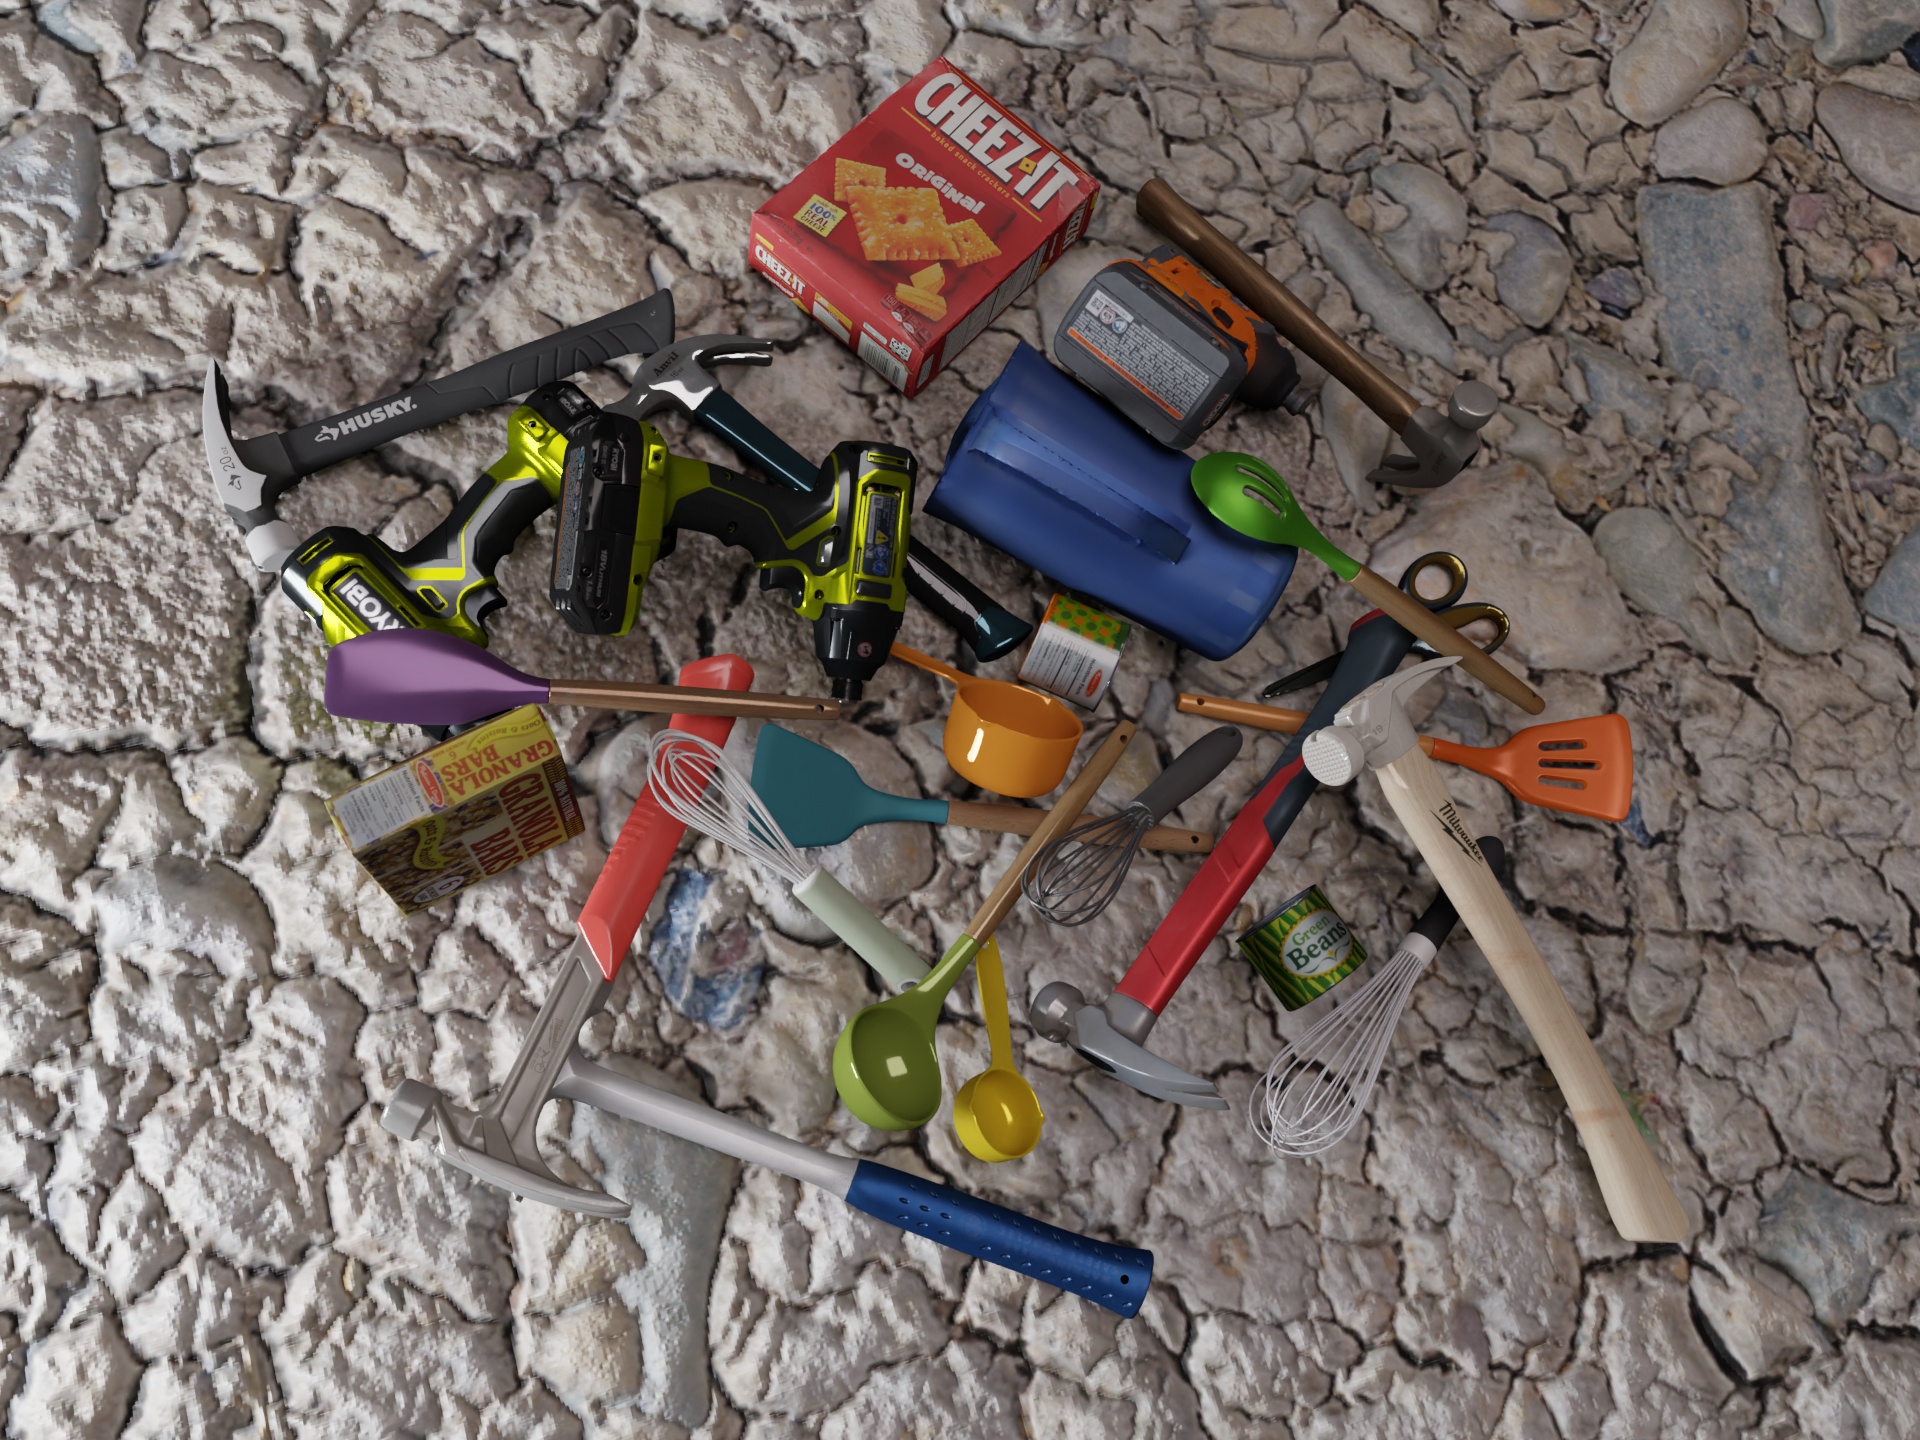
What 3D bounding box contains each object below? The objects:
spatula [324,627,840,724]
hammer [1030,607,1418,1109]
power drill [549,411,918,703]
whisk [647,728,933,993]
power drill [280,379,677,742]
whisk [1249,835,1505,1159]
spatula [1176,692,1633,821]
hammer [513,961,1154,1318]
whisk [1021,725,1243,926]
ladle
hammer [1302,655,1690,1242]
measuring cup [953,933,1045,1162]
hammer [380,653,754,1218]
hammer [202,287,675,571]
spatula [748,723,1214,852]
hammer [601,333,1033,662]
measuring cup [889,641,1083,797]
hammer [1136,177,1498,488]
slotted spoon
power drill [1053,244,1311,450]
[{"bbox_3d":[-0.232,-0.019,1.001,0.315,0.018,0.060,4,86,-13],"label":"spatula"},{"bbox_3d":[0.208,0.074,1.037,0.143,0.038,0.386,18,61,43],"label":"hammer"},{"bbox_3d":[-0.140,-0.104,1.018,0.223,0.080,0.171,6,91,-27],"label":"power drill"},{"bbox_3d":[-0.102,0.093,0.993,0.246,0.058,0.059,45,29,-17],"label":"whisk"},{"bbox_3d":[-0.294,-0.094,1.041,0.190,0.080,0.228,45,73,2],"label":"power drill"},{"bbox_3d":[0.286,0.177,1.059,0.070,0.070,0.285,41,66,5],"label":"whisk"},{"bbox_3d":[0.312,0.011,1.123,0.322,0.041,0.081,10,71,-5],"label":"spatula"},{"bbox_3d":[-0.079,0.283,0.972,0.405,0.035,0.144,21,70,-2],"label":"hammer"},{"bbox_3d":[0.121,0.062,1.042,0.055,0.055,0.239,48,50,8],"label":"whisk"},{"bbox_3d":[0.028,0.119,1.008,0.078,0.062,0.320,45,68,-17],"label":"ladle"},{"bbox_3d":[0.371,0.156,1.044,0.146,0.038,0.410,-32,93,-35],"label":"hammer"},{"bbox_3d":[0.016,0.206,1.019,0.062,0.029,0.157,18,51,-36],"label":"measuring cup"},{"bbox_3d":[-0.200,0.114,0.978,0.149,0.036,0.359,23,61,-2],"label":"hammer"},{"bbox_3d":[-0.350,-0.230,1.098,0.335,0.035,0.146,-26,78,-16],"label":"hammer"},{"bbox_3d":[0.018,0.064,1.056,0.317,0.044,0.082,7,74,-8],"label":"spatula"},{"bbox_3d":[-0.091,-0.151,1.115,0.331,0.033,0.128,39,71,4],"label":"hammer"},{"bbox_3d":[-0.002,-0.003,1.071,0.174,0.095,0.052,27,112,26],"label":"measuring cup"},{"bbox_3d":[0.252,-0.294,1.188,0.031,0.130,0.331,-37,70,-18],"label":"hammer"},{"bbox_3d":[0.284,-0.088,1.072,0.313,0.031,0.070,32,49,-19],"label":"slotted spoon"},{"bbox_3d":[0.166,-0.258,1.116,0.164,0.084,0.226,39,28,4],"label":"power drill"}]
